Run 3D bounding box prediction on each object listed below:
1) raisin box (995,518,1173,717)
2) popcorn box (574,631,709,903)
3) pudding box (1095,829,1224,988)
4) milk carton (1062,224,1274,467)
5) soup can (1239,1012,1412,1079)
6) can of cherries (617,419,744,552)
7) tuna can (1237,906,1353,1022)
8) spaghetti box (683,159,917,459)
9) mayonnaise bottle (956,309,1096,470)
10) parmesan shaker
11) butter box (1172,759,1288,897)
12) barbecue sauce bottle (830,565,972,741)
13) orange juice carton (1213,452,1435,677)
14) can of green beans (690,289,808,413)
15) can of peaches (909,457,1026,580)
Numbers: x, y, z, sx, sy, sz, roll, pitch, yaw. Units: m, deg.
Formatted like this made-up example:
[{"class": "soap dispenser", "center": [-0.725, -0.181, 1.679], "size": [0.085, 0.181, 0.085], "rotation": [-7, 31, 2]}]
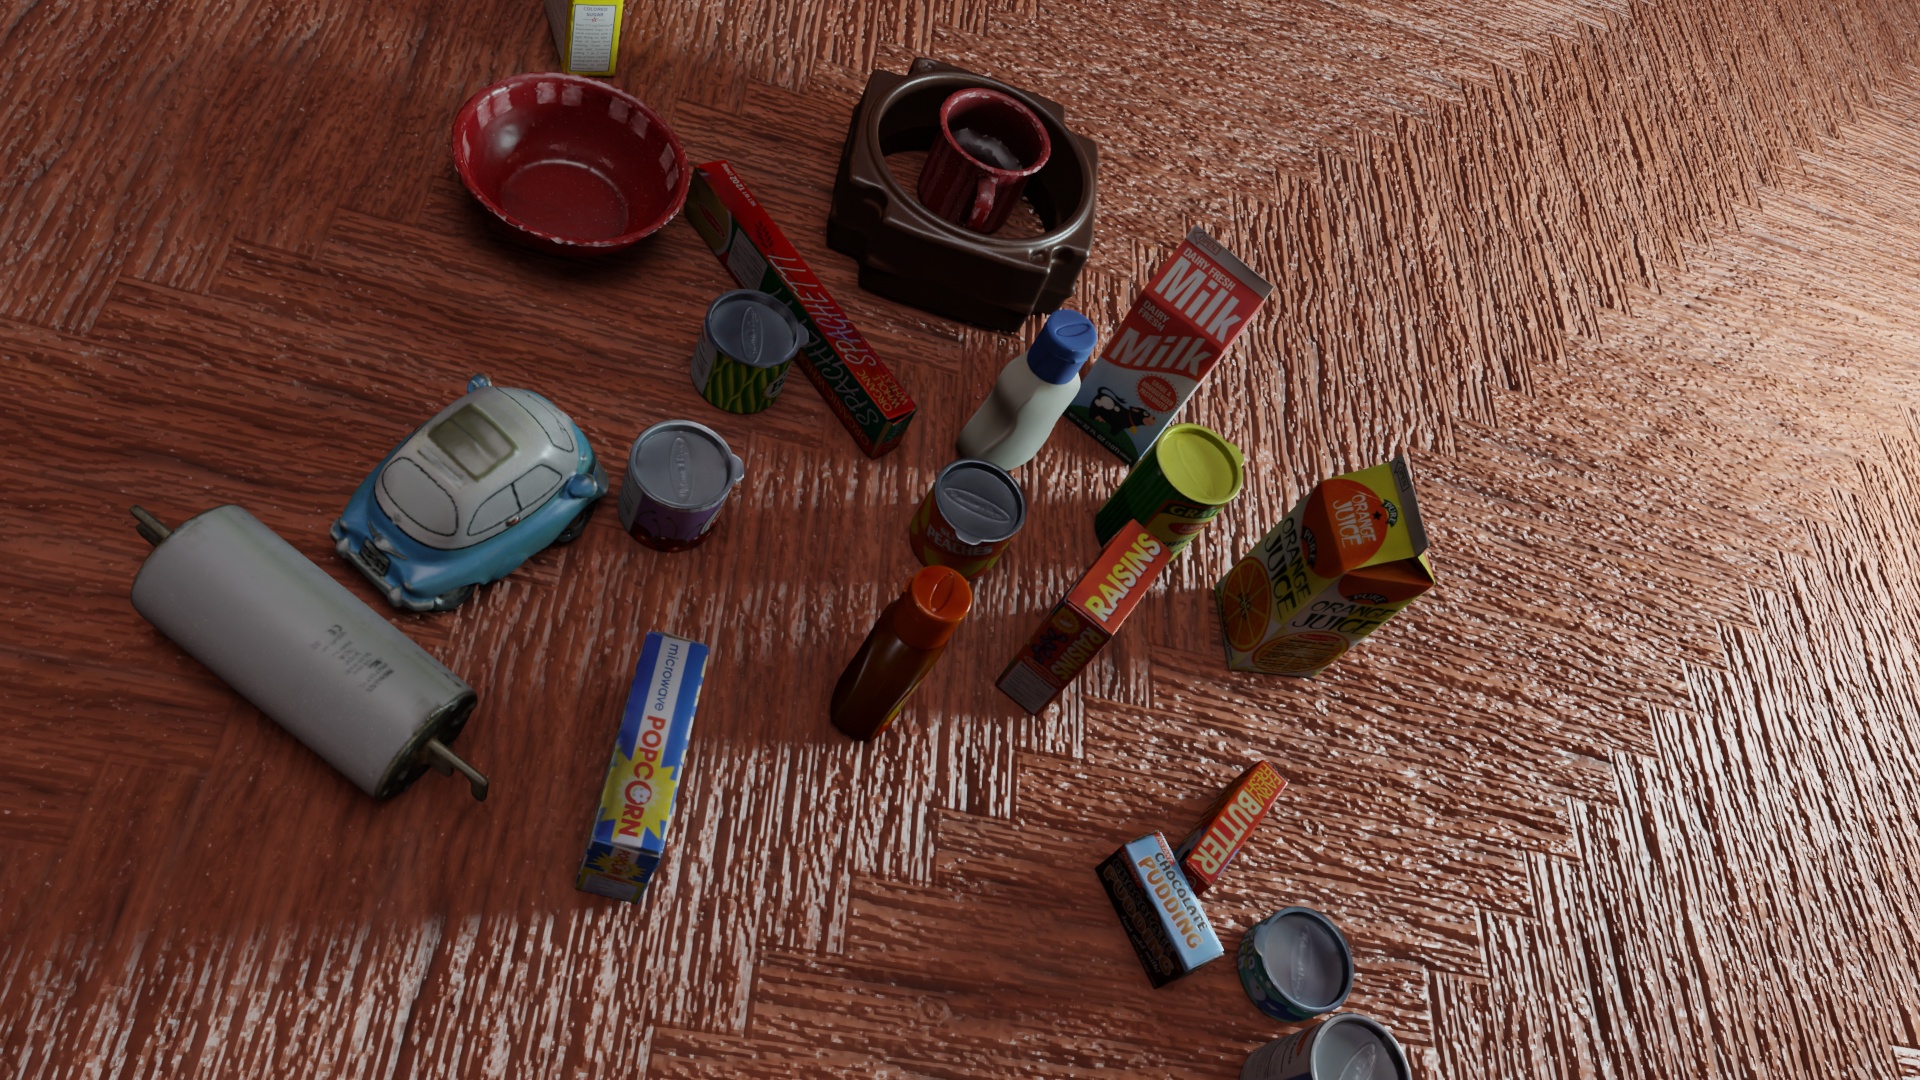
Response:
[{"class": "raisin box", "center": [0.079, 0.051, 0.900], "size": [0.040, 0.122, 0.086], "rotation": [40, 53, 4]}, {"class": "popcorn box", "center": [-0.176, 0.125, 0.771], "size": [0.038, 0.084, 0.127], "rotation": [16, 55, -13]}, {"class": "pudding box", "center": [0.122, 0.227, 0.854], "size": [0.030, 0.049, 0.084], "rotation": [-15, 66, -29]}, {"class": "milk carton", "center": [0.154, -0.145, 1.013], "size": [0.072, 0.189, 0.074], "rotation": [39, 53, 4]}, {"class": "soup can", "center": [0.213, 0.321, 0.811], "size": [0.071, 0.083, 0.071], "rotation": [11, 56, -16]}, {"class": "can of cherries", "center": [-0.179, -0.033, 0.886], "size": [0.071, 0.058, 0.072], "rotation": [11, 56, -16]}, {"class": "tuna can", "center": [0.208, 0.267, 0.875], "size": [0.071, 0.032, 0.071], "rotation": [11, 56, -16]}, {"class": "spaghetti box", "center": [-0.118, -0.168, 1.001], "size": [0.029, 0.050, 0.250], "rotation": [-28, 73, -34]}, {"class": "mayonnaise bottle", "center": [0.049, -0.102, 0.969], "size": [0.065, 0.147, 0.041], "rotation": [-17, 68, -30]}, {"class": "parmesan shaker", "center": [0.149, -0.029, 0.993], "size": [0.071, 0.102, 0.071], "rotation": [11, 56, -17]}, {"class": "butter box", "center": [0.167, 0.189, 0.894], "size": [0.024, 0.053, 0.104], "rotation": [44, 54, 7]}, {"class": "barbecue sauce bottle", "center": [-0.035, 0.065, 0.828], "size": [0.043, 0.147, 0.065], "rotation": [30, 53, -3]}, {"class": "orange juice carton", "center": [0.255, 0.021, 0.950], "size": [0.073, 0.191, 0.072], "rotation": [7, 58, -19]}, {"class": "can of green beans", "center": [-0.149, -0.130, 0.959], "size": [0.071, 0.057, 0.071], "rotation": [11, 56, -16]}, {"class": "can of peaches", "center": [0.003, -0.012, 0.949], "size": [0.071, 0.057, 0.071], "rotation": [11, 56, -16]}]
